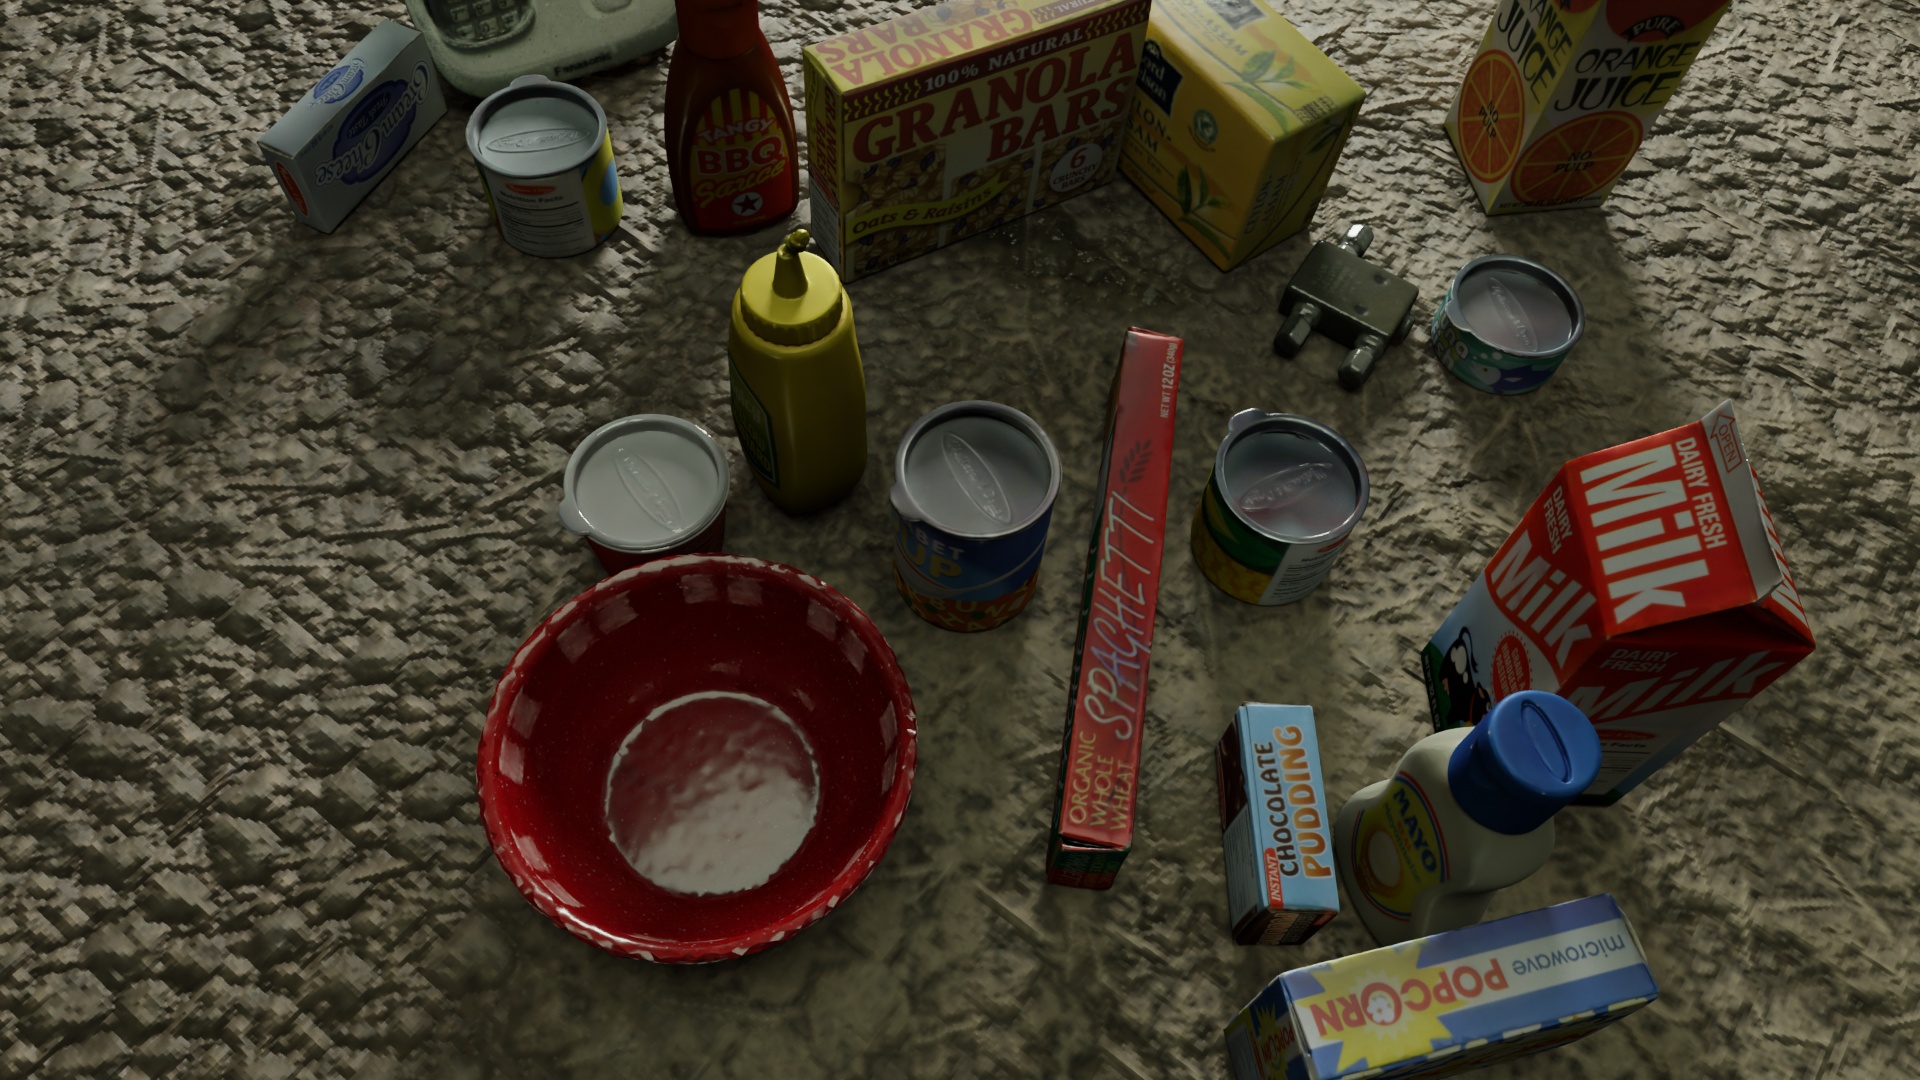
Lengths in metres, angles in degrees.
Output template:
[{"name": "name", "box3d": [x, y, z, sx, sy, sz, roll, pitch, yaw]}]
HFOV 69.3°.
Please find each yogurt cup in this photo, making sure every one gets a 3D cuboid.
[{"name": "yogurt cup", "box3d": [-0.131, -0.012, 0.594, 0.072, 0.053, 0.073, 2, 59, -3]}]

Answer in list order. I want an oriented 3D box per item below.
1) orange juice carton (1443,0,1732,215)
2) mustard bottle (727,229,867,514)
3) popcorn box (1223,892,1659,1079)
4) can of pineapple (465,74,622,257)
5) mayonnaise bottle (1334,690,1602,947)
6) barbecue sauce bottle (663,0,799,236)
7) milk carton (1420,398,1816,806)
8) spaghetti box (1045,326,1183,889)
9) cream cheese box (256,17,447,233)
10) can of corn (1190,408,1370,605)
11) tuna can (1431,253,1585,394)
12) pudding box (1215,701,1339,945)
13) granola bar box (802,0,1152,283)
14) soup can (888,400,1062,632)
[{"name": "orange juice carton", "box3d": [0.319, -0.258, 0.694, 0.072, 0.191, 0.073, -7, 60, -8]}, {"name": "mustard bottle", "box3d": [-0.069, -0.073, 0.573, 0.049, 0.159, 0.065, -27, 65, -18]}, {"name": "popcorn box", "box3d": [0.165, 0.167, 0.490, 0.127, 0.084, 0.038, -10, 61, -10]}, {"name": "can of pineapple", "box3d": [-0.204, -0.185, 0.690, 0.071, 0.057, 0.071, 2, 59, -3]}, {"name": "mayonnaise bottle", "box3d": [0.177, 0.099, 0.495, 0.041, 0.147, 0.065, -11, 61, -11]}, {"name": "barbecue sauce bottle", "box3d": [-0.111, -0.212, 0.660, 0.065, 0.147, 0.044, -16, 62, -13]}, {"name": "milk carton", "box3d": [0.243, 0.031, 0.516, 0.073, 0.189, 0.072, 3, 59, -2]}, {"name": "spaghetti box", "box3d": [0.067, 0.021, 0.591, 0.029, 0.050, 0.251, 10, 59, 2]}, {"name": "cream cheese box", "box3d": [-0.304, -0.210, 0.700, 0.024, 0.053, 0.104, 22, 60, 9]}, {"name": "can of corn", "box3d": [0.137, -0.015, 0.613, 0.071, 0.058, 0.071, 2, 59, -3]}, {"name": "tuna can", "box3d": [0.270, -0.107, 0.693, 0.071, 0.032, 0.071, 2, 59, -3]}, {"name": "pudding box", "box3d": [0.122, 0.110, 0.541, 0.030, 0.049, 0.084, 2, 59, -3]}, {"name": "granola bar box", "box3d": [0.007, -0.205, 0.679, 0.166, 0.123, 0.039, -25, 64, -18]}, {"name": "soup can", "box3d": [0.002, -0.007, 0.583, 0.071, 0.083, 0.071, 2, 59, -3]}]
